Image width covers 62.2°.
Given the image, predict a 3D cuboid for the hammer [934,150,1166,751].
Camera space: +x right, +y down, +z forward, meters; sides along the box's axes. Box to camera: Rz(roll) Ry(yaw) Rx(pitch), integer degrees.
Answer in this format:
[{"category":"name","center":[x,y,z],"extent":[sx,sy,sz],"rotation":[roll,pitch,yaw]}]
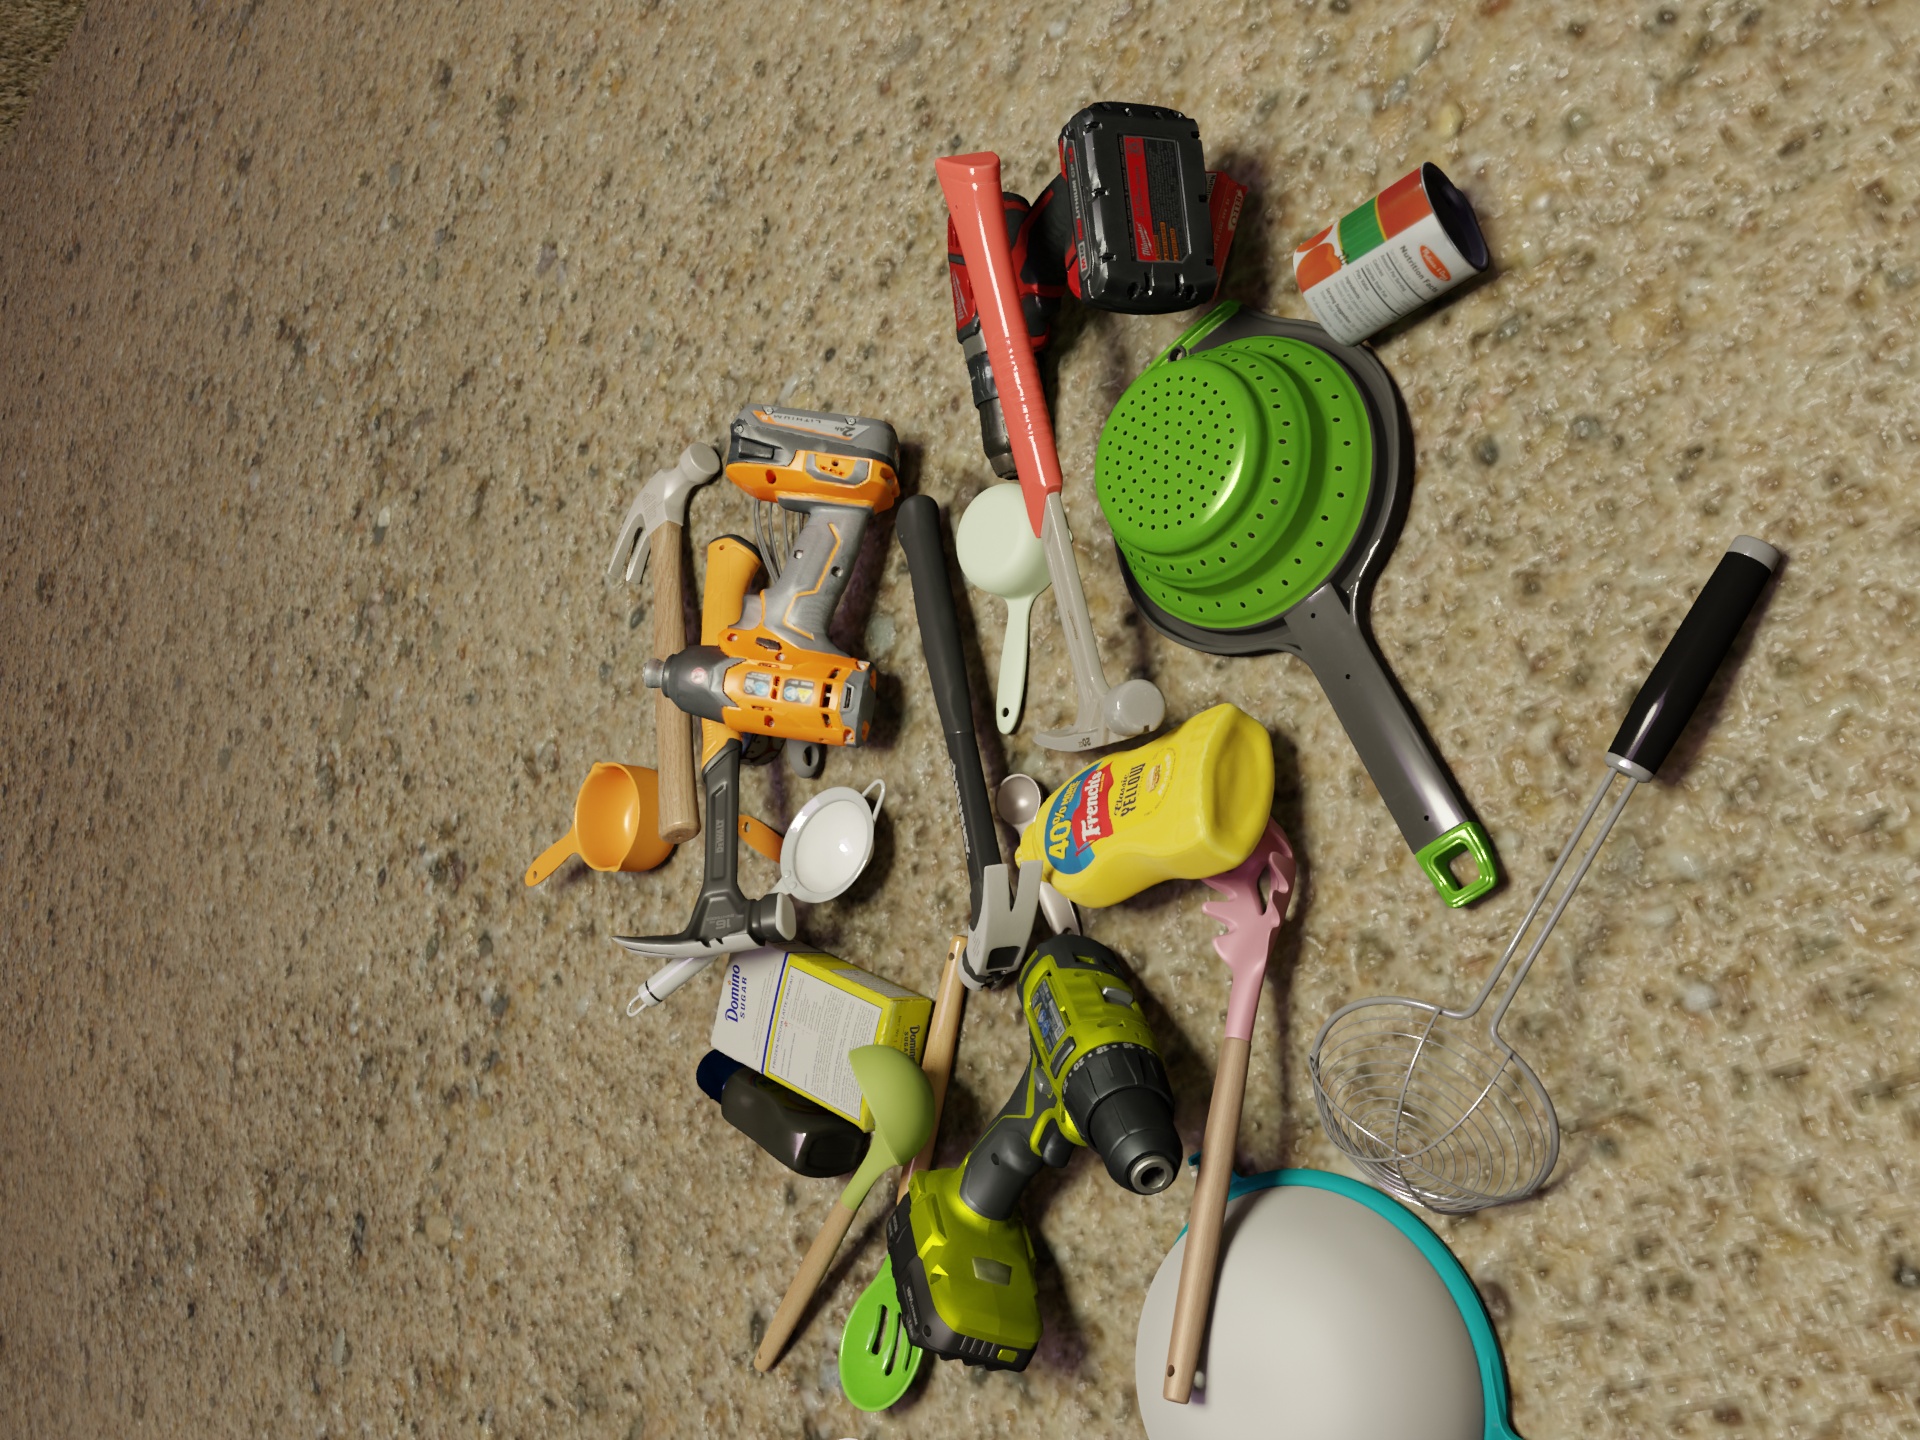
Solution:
[{"category":"hammer","center":[0.041,-0.159,0.950],"extent":[0.149,0.036,0.359],"rotation":[167,90,-73]}]

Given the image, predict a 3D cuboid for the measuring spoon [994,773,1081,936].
[{"category":"measuring spoon","center":[0.055,0.093,1.022],"extent":[0.034,0.018,0.124],"rotation":[-28,72,27]}]

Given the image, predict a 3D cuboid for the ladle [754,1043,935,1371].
[{"category":"ladle","center":[-0.093,0.336,1.056],"extent":[0.320,0.062,0.078],"rotation":[-64,36,30]}]

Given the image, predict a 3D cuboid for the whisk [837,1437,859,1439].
[{"category":"whisk","center":[0.008,0.493,0.975],"extent":[0.284,0.070,0.070],"rotation":[-10,76,37]}]

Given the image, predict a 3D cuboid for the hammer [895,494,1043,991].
[{"category":"hammer","center":[-0.002,-0.003,1.040],"extent":[0.146,0.035,0.335],"rotation":[107,155,-61]}]

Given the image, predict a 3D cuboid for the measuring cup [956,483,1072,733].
[{"category":"measuring cup","center":[0.027,-0.076,1.053],"extent":[0.083,0.038,0.168],"rotation":[-2,80,42]}]

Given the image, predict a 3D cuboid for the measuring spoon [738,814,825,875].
[{"category":"measuring spoon","center":[-0.135,0.096,1.198],"extent":[0.117,0.011,0.021],"rotation":[26,101,45]}]

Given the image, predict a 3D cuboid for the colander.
[{"category":"colander","center":[0.174,-0.076,0.882],"extent":[0.204,0.094,0.397],"rotation":[-40,58,31]}]

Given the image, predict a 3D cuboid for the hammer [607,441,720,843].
[{"category":"hammer","center":[-0.231,-0.057,1.261],"extent":[0.130,0.031,0.332],"rotation":[-33,53,38]}]

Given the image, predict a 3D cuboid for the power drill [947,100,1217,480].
[{"category":"power drill","center":[0.063,-0.261,0.990],"extent":[0.227,0.080,0.188],"rotation":[-10,86,64]}]

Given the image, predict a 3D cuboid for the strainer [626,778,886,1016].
[{"category":"strainer","center":[-0.141,0.132,1.135],"extent":[0.258,0.050,0.087],"rotation":[-38,47,8]}]

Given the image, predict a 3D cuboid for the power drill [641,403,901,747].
[{"category":"power drill","center":[-0.130,-0.102,1.124],"extent":[0.164,0.084,0.226],"rotation":[8,82,4]}]

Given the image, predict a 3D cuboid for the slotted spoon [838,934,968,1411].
[{"category":"slotted spoon","center":[-0.028,0.298,1.055],"extent":[0.070,0.031,0.314],"rotation":[10,88,43]}]

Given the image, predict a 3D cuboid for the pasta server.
[{"category":"pasta server","center":[0.138,0.195,0.850],"extent":[0.060,0.040,0.316],"rotation":[-21,48,53]}]

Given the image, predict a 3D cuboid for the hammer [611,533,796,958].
[{"category":"hammer","center":[-0.181,0.010,1.164],"extent":[0.127,0.034,0.337],"rotation":[-10,61,15]}]

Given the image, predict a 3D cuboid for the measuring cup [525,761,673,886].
[{"category":"measuring cup","center":[-0.295,0.099,1.314],"extent":[0.173,0.052,0.095],"rotation":[-35,62,36]}]

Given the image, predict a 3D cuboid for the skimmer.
[{"category":"skimmer","center":[0.297,0.079,0.786],"extent":[0.127,0.090,0.363],"rotation":[30,93,21]}]

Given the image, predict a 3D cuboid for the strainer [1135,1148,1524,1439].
[{"category":"strainer","center":[0.210,0.354,0.781],"extent":[0.340,0.095,0.211],"rotation":[11,91,44]}]

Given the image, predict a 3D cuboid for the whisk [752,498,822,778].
[{"category":"whisk","center":[-0.124,-0.075,1.189],"extent":[0.055,0.055,0.239],"rotation":[-12,79,41]}]

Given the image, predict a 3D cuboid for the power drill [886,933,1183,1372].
[{"category":"power drill","center":[0.046,0.261,0.919],"extent":[0.228,0.080,0.191],"rotation":[-62,21,18]}]
